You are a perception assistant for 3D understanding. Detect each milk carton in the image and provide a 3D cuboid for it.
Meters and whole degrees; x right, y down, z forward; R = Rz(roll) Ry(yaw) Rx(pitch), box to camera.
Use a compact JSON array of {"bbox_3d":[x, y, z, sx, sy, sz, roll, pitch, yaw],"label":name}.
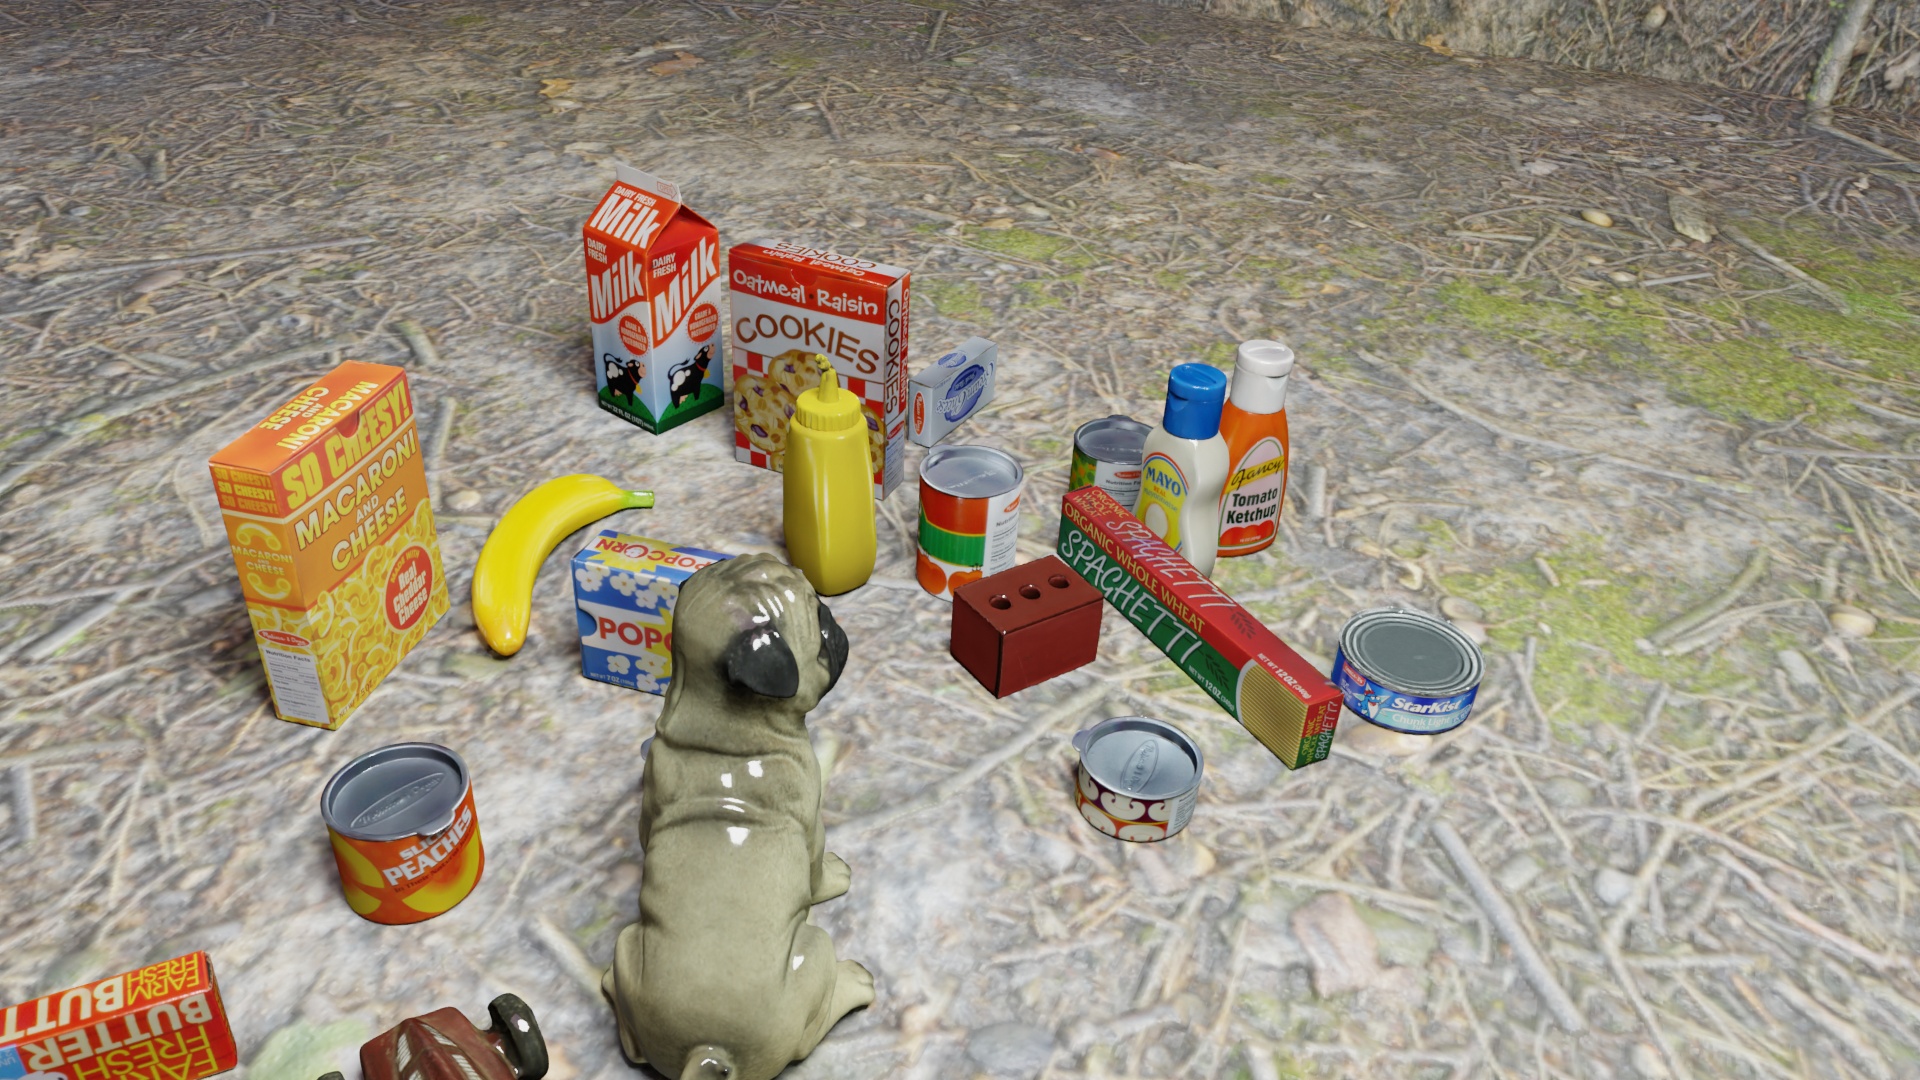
[{"bbox_3d":[-0.231,-0.185,1.050,0.072,0.189,0.074,25,39,30],"label":"milk carton"}]

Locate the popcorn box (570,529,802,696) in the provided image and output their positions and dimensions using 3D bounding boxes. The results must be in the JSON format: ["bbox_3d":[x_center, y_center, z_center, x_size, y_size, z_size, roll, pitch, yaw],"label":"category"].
[{"bbox_3d":[-0.154,0.048,0.794,0.127,0.084,0.038,11,33,12],"label":"popcorn box"}]

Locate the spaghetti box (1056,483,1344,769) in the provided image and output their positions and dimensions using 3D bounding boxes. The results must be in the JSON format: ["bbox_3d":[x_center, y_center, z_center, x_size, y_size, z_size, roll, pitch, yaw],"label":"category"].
[{"bbox_3d":[0.138,0.045,0.859,0.029,0.050,0.251,-15,37,-26],"label":"spaghetti box"}]

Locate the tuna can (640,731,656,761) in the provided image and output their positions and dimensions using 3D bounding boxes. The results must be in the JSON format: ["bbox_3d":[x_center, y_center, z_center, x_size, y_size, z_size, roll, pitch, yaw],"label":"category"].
[{"bbox_3d":[-0.132,0.119,0.734,0.071,0.032,0.071,3,33,-2],"label":"tuna can"}]

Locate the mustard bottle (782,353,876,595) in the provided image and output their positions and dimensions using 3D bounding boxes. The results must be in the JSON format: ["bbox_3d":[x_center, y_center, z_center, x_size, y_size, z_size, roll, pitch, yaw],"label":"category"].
[{"bbox_3d":[-0.082,-0.044,0.875,0.049,0.159,0.065,-18,38,-30],"label":"mustard bottle"}]

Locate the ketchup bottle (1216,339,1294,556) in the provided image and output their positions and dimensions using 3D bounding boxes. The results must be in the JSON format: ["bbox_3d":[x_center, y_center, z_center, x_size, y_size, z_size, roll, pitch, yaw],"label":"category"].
[{"bbox_3d":[0.194,-0.062,0.939,0.065,0.148,0.044,-10,35,-20],"label":"ketchup bottle"}]

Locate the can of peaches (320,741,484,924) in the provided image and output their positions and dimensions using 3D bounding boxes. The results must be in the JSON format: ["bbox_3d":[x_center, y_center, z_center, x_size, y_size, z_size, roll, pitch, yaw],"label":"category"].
[{"bbox_3d":[-0.264,0.141,0.665,0.071,0.057,0.071,3,33,-2],"label":"can of peaches"}]

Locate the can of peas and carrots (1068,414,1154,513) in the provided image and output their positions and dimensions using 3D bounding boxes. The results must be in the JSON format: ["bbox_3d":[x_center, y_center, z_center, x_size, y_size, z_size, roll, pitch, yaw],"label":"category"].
[{"bbox_3d":[0.111,-0.048,0.993,0.071,0.058,0.071,3,33,-2],"label":"can of peas and carrots"}]

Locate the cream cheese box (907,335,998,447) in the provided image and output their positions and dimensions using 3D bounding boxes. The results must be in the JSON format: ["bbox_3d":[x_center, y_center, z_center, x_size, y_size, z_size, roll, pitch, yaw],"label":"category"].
[{"bbox_3d":[-0.006,-0.118,1.095,0.024,0.053,0.104,20,36,23],"label":"cream cheese box"}]

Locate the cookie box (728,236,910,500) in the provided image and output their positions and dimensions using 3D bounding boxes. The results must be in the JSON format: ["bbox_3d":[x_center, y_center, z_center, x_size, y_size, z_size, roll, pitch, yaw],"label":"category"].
[{"bbox_3d":[-0.100,-0.121,0.985,0.123,0.166,0.040,16,35,18],"label":"cookie box"}]

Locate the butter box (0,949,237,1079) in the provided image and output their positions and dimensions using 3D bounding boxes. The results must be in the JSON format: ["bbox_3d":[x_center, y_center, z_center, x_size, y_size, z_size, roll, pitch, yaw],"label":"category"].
[{"bbox_3d":[-0.353,0.206,0.560,0.104,0.052,0.024,-13,36,-24],"label":"butter box"}]

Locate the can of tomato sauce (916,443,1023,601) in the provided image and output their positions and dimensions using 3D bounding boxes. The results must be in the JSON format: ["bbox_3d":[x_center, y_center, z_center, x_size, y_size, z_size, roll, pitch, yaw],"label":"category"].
[{"bbox_3d":[0.003,-0.011,0.903,0.071,0.082,0.071,3,33,-2],"label":"can of tomato sauce"}]

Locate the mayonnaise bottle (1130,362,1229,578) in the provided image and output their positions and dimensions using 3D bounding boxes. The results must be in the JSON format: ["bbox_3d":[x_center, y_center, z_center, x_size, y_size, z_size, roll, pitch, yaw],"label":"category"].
[{"bbox_3d":[0.144,-0.042,0.905,0.041,0.147,0.065,-21,40,-33],"label":"mayonnaise bottle"}]

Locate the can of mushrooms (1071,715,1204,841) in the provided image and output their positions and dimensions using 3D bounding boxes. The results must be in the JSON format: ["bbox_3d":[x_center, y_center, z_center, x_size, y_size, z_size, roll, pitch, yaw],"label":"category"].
[{"bbox_3d":[0.093,0.126,0.745,0.071,0.033,0.071,3,33,-2],"label":"can of mushrooms"}]

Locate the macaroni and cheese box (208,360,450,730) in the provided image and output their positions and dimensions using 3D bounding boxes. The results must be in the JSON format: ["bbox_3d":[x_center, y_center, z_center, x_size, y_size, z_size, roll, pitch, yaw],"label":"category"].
[{"bbox_3d":[-0.343,0.001,0.774,0.040,0.165,0.124,9,33,9],"label":"macaroni and cheese box"}]
